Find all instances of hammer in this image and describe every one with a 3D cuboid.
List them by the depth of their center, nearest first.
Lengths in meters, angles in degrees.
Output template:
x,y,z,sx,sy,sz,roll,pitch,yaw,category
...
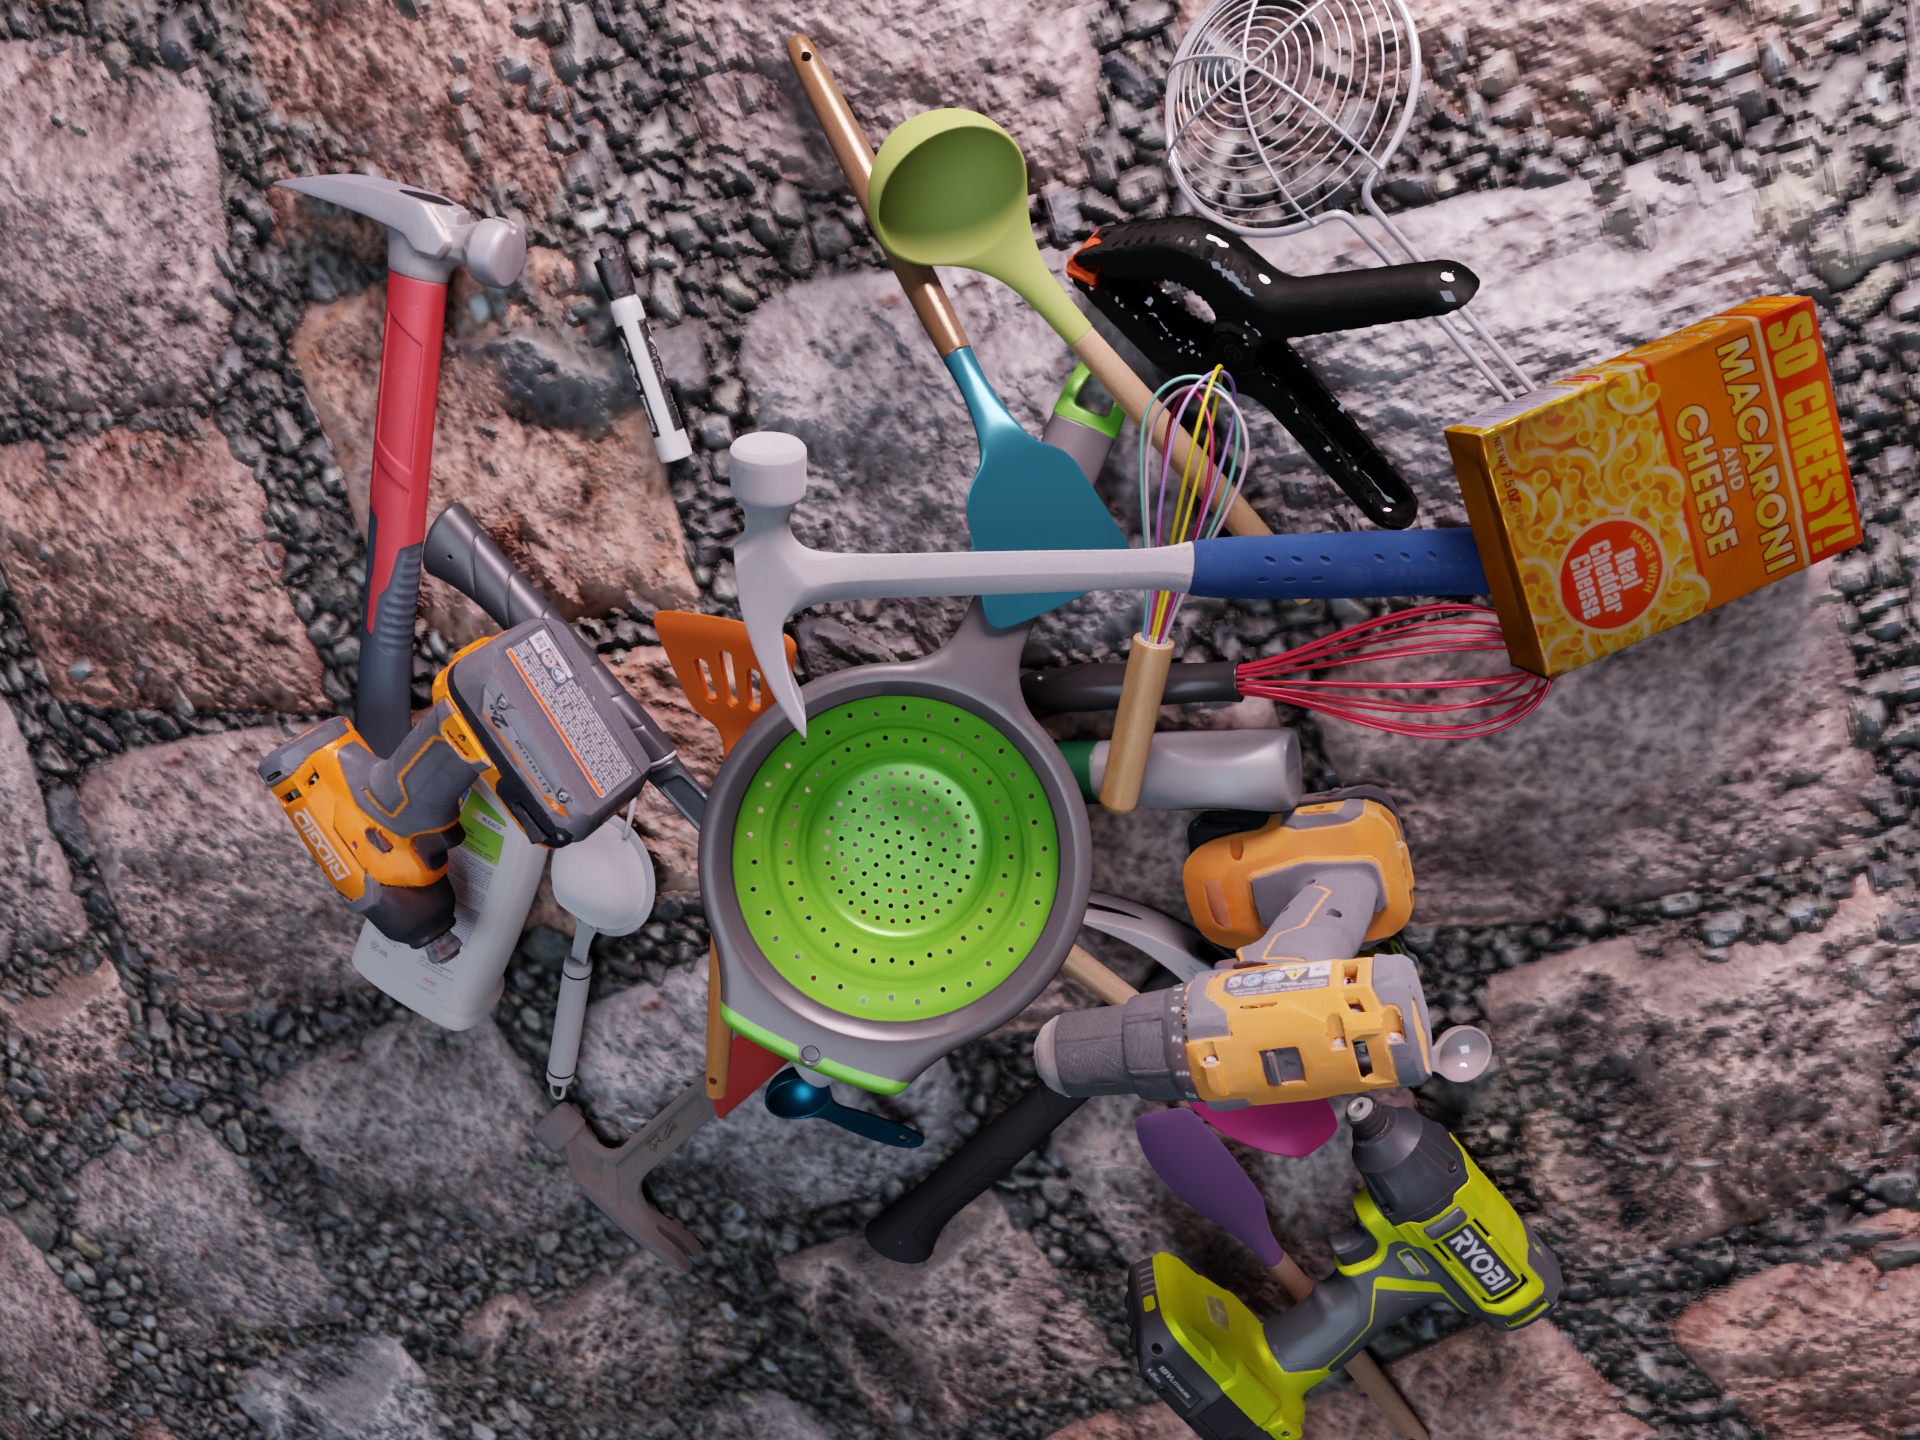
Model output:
x,y,z,sx,sy,sz,roll,pitch,yaw,category
0.097,-0.067,0.756,0.405,0.035,0.144,-2,122,-9,hammer
-0.166,0.034,0.940,0.149,0.036,0.409,-39,96,26,hammer
-0.355,-0.127,0.965,0.143,0.038,0.386,19,116,9,hammer
0.046,0.244,1.007,0.146,0.035,0.334,41,117,-4,hammer
-0.134,0.232,1.052,0.149,0.037,0.359,44,117,-5,hammer

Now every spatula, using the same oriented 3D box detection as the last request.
x,y,z,sx,sy,sz,roll,pitch,yaw,category
-0.015,-0.204,0.806,0.082,0.044,0.317,-26,85,-2,spatula
-0.136,0.086,0.911,0.081,0.041,0.322,11,113,11,spatula
0.209,0.355,0.999,0.060,0.018,0.315,-25,110,39,spatula

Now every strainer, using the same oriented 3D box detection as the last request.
x,y,z,sx,sy,sz,roll,pitch,yaw,category
-0.253,0.158,1.055,0.087,0.050,0.258,28,121,21,strainer

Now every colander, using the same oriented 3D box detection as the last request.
x,y,z,sx,sy,sz,roll,pitch,yaw,category
-0.001,-0.003,0.863,0.204,0.094,0.397,24,89,0,colander

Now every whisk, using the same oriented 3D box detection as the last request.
x,y,z,sx,sy,sz,roll,pitch,yaw,category
0.100,-0.060,0.804,0.051,0.047,0.244,3,117,-13,whisk
0.169,-0.022,0.848,0.296,0.073,0.073,-2,111,23,whisk

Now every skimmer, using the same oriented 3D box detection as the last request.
x,y,z,sx,sy,sz,roll,pitch,yaw,category
0.241,-0.202,0.768,0.363,0.090,0.127,43,122,-16,skimmer

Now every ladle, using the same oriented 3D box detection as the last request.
x,y,z,sx,sy,sz,roll,pitch,yaw,category
0.077,-0.168,0.790,0.078,0.062,0.320,-38,109,21,ladle

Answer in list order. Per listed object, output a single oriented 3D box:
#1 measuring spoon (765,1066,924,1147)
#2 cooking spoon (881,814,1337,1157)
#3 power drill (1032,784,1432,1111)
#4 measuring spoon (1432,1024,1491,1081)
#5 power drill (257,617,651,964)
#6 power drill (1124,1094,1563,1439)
x,y,z,sx,sy,sz,roll,pitch,yaw,category
-0.073,0.250,1.030,0.128,0.021,0.042,31,118,-34,measuring spoon
0.085,0.153,0.926,0.319,0.017,0.068,36,122,-3,cooking spoon
0.145,0.120,0.818,0.185,0.226,0.084,-11,108,20,power drill
0.245,0.196,0.917,0.124,0.018,0.034,-6,105,-7,measuring spoon
-0.292,0.050,0.926,0.226,0.084,0.164,-24,103,31,power drill
0.213,0.326,0.935,0.223,0.080,0.171,-38,107,14,power drill
